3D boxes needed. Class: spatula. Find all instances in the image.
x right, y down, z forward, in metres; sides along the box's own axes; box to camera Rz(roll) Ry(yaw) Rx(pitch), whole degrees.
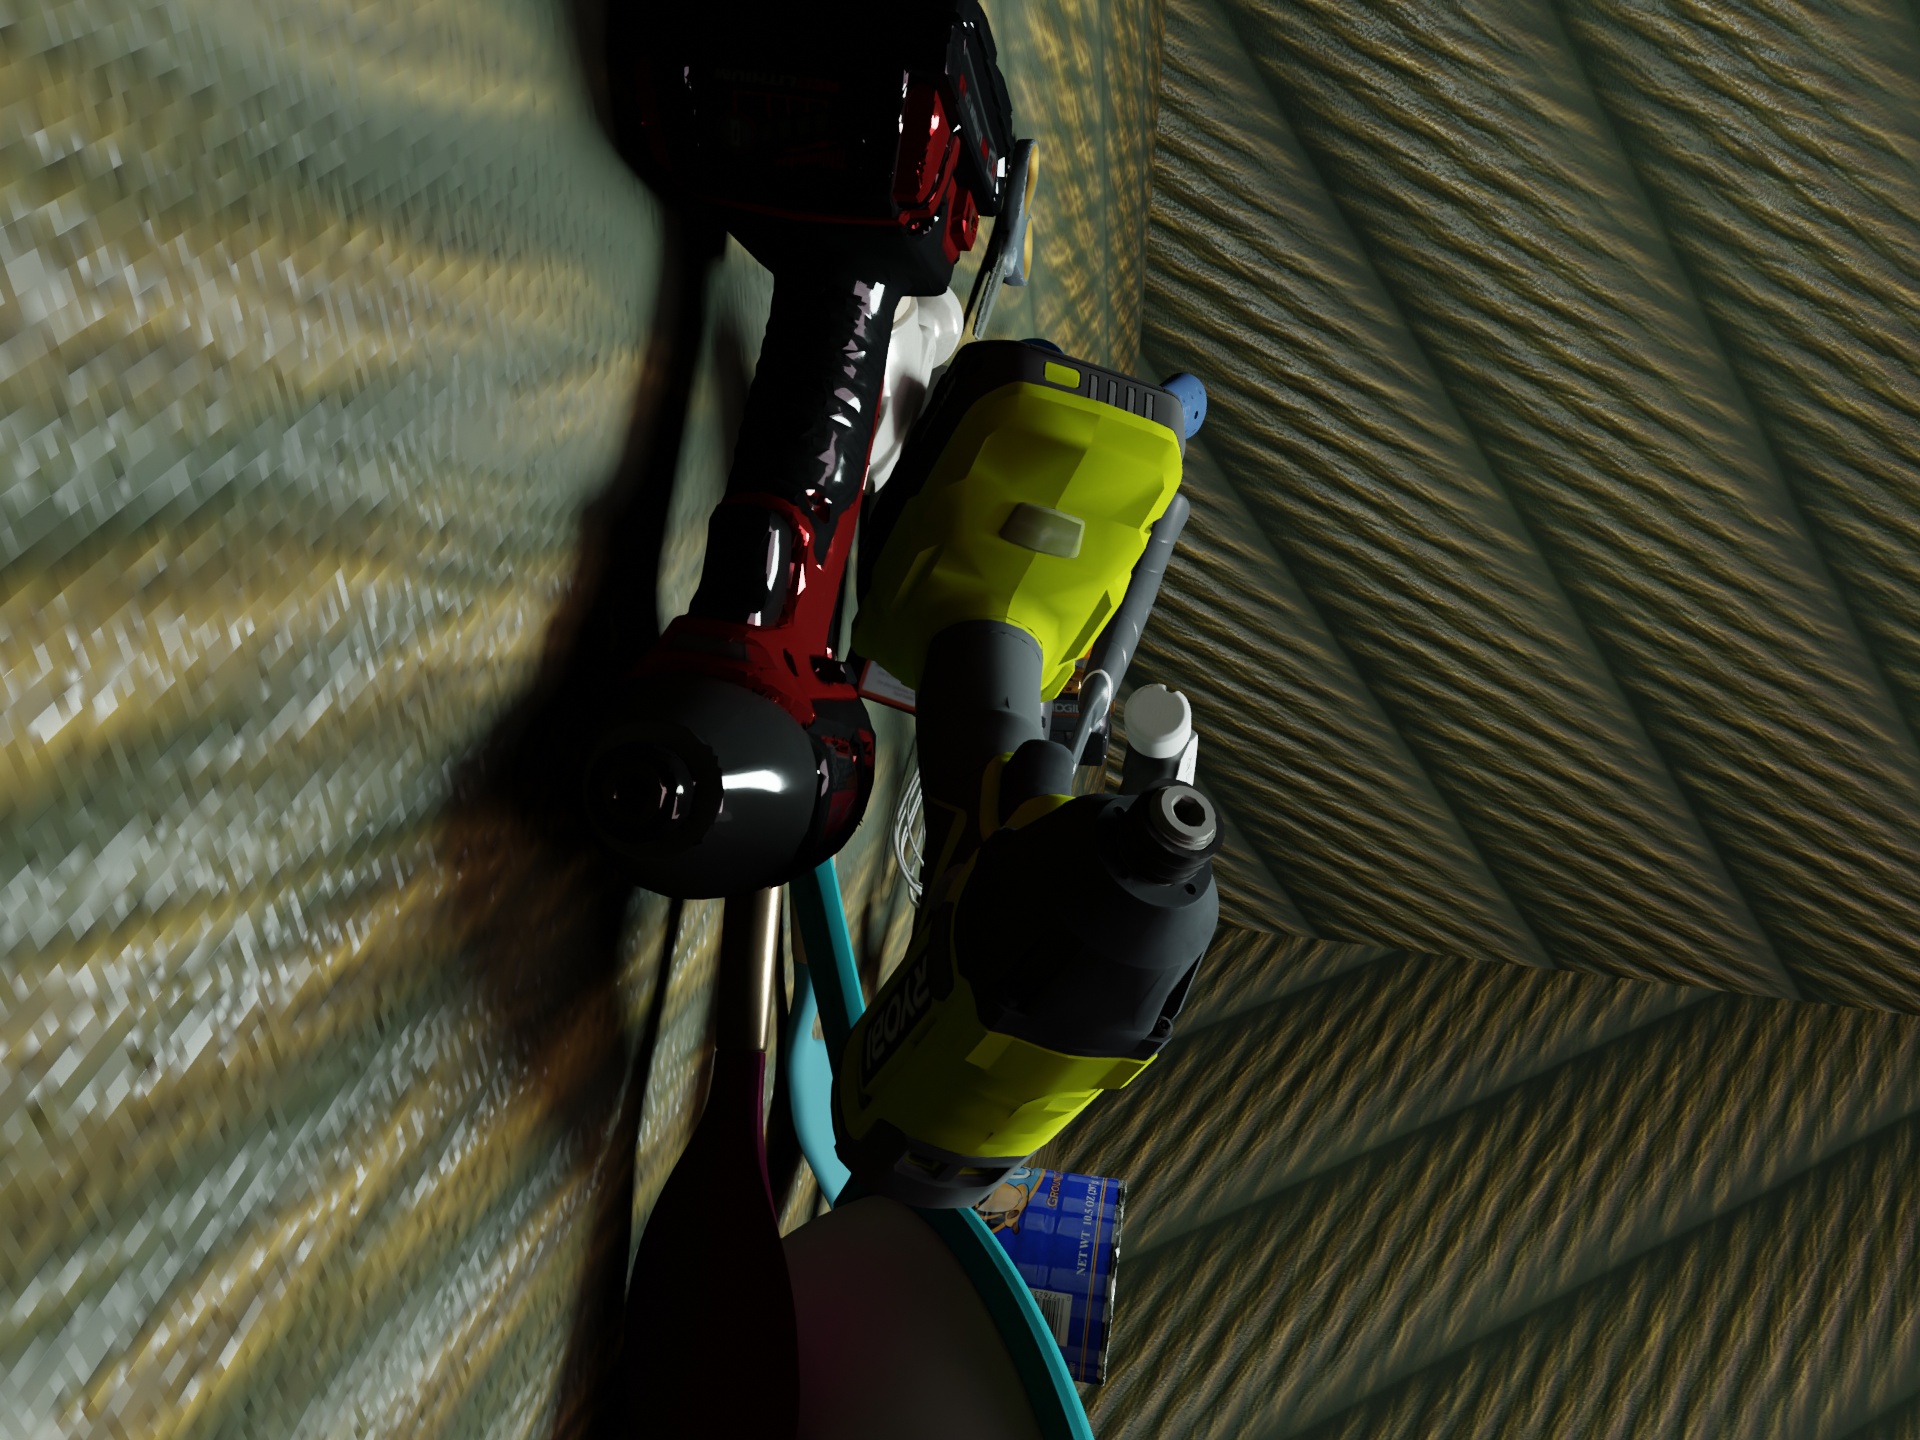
[{"bbox_3d":[-0.045,0.067,0.598,0.082,0.044,0.317,-71,166,-60],"label":"spatula"}]

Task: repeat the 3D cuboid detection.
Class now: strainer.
[{"bbox_3d":[-0.052,0.191,0.501,0.211,0.095,0.340,-32,-112,61],"label":"strainer"}]

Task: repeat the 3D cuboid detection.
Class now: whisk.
[{"bbox_3d":[-0.001,-0.003,0.890,0.059,0.057,0.247,-42,-150,45],"label":"whisk"}]

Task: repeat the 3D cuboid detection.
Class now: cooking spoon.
[{"bbox_3d":[-0.063,0.072,0.474,0.017,0.069,0.319,20,68,-51],"label":"cooking spoon"}]

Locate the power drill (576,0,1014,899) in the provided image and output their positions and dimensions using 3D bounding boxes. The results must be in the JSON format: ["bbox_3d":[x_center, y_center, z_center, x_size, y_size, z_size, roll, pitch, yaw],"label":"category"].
[{"bbox_3d":[-0.046,-0.065,0.394,0.143,0.078,0.219,-9,108,-82],"label":"power drill"}]

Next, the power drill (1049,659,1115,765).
[{"bbox_3d":[0.097,-0.076,1.408,0.185,0.084,0.226,76,17,-72],"label":"power drill"}]

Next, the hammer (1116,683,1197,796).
[{"bbox_3d":[0.032,0.150,0.771,0.335,0.035,0.146,-60,161,-19],"label":"hammer"}]

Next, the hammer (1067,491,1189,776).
[{"bbox_3d":[0.075,0.003,0.937,0.149,0.036,0.409,90,19,-49],"label":"hammer"}]

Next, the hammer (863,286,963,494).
[{"bbox_3d":[-0.031,-0.269,0.468,0.146,0.038,0.410,-71,165,-52],"label":"hammer"}]

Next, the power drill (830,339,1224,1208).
[{"bbox_3d":[0.019,0.004,0.455,0.171,0.080,0.223,123,-25,-47],"label":"power drill"}]

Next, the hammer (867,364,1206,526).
[{"bbox_3d":[0.055,-0.140,0.838,0.405,0.035,0.144,-38,134,-58],"label":"hammer"}]

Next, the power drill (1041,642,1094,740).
[{"bbox_3d":[0.036,0.014,1.030,0.164,0.084,0.226,-14,114,-80],"label":"power drill"}]
